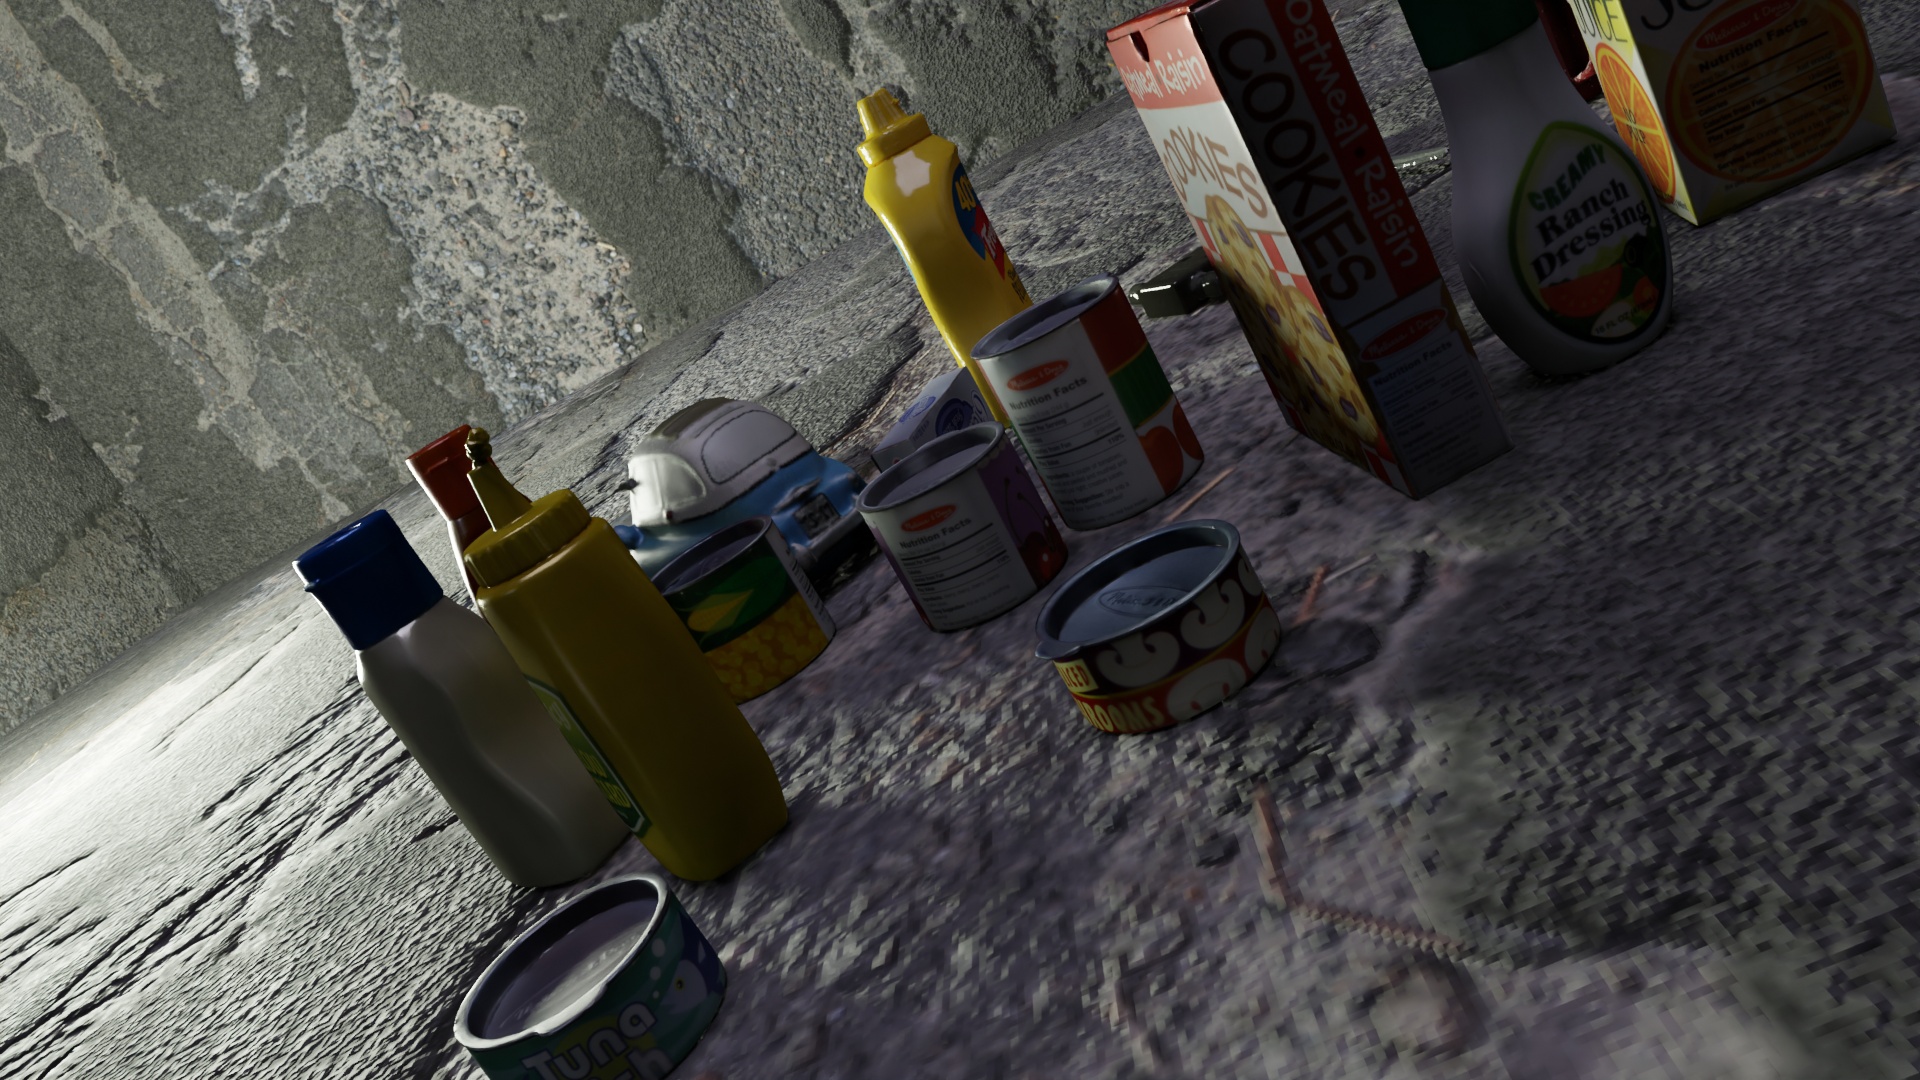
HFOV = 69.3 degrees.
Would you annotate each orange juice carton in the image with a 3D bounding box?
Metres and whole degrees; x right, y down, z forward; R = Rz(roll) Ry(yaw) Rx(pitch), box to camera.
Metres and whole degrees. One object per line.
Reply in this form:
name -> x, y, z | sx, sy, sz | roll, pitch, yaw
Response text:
orange juice carton -> 0.266, -0.223, 0.513 | 0.073, 0.192, 0.072 | -24, 17, 18

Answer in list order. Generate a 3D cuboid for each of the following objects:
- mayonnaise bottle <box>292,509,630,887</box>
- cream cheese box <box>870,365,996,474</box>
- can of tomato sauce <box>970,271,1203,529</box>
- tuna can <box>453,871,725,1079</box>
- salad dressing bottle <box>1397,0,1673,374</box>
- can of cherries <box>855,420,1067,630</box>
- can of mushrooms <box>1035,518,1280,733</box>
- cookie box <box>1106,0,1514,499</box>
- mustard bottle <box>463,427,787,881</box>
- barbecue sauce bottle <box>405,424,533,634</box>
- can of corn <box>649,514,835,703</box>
mayonnaise bottle -> -0.182, 0.059, 0.507 | 0.064, 0.147, 0.041 | -15, 22, 41
cream cheese box -> -0.007, -0.043, 0.679 | 0.024, 0.053, 0.104 | -22, 18, 25
can of tomato sauce -> 0.054, -0.057, 0.569 | 0.071, 0.083, 0.071 | -27, 17, 9
tuna can -> -0.099, 0.125, 0.378 | 0.071, 0.032, 0.071 | -27, 17, 9
salad dressing bottle -> 0.182, -0.127, 0.450 | 0.064, 0.147, 0.044 | -31, 16, -3
can of cherries -> 0.002, -0.007, 0.551 | 0.071, 0.058, 0.072 | -27, 17, 9
can of mushrooms -> 0.056, 0.026, 0.409 | 0.071, 0.033, 0.071 | -27, 17, 9
cookie box -> 0.112, -0.106, 0.470 | 0.040, 0.167, 0.123 | -29, 16, 3
mustard bottle -> -0.116, 0.035, 0.446 | 0.049, 0.160, 0.065 | -38, 18, -25
barbecue sauce bottle -> -0.230, 0.011, 0.722 | 0.065, 0.148, 0.044 | -29, 16, 2
can of corn -> -0.098, 0.032, 0.604 | 0.071, 0.058, 0.071 | -27, 17, 9
